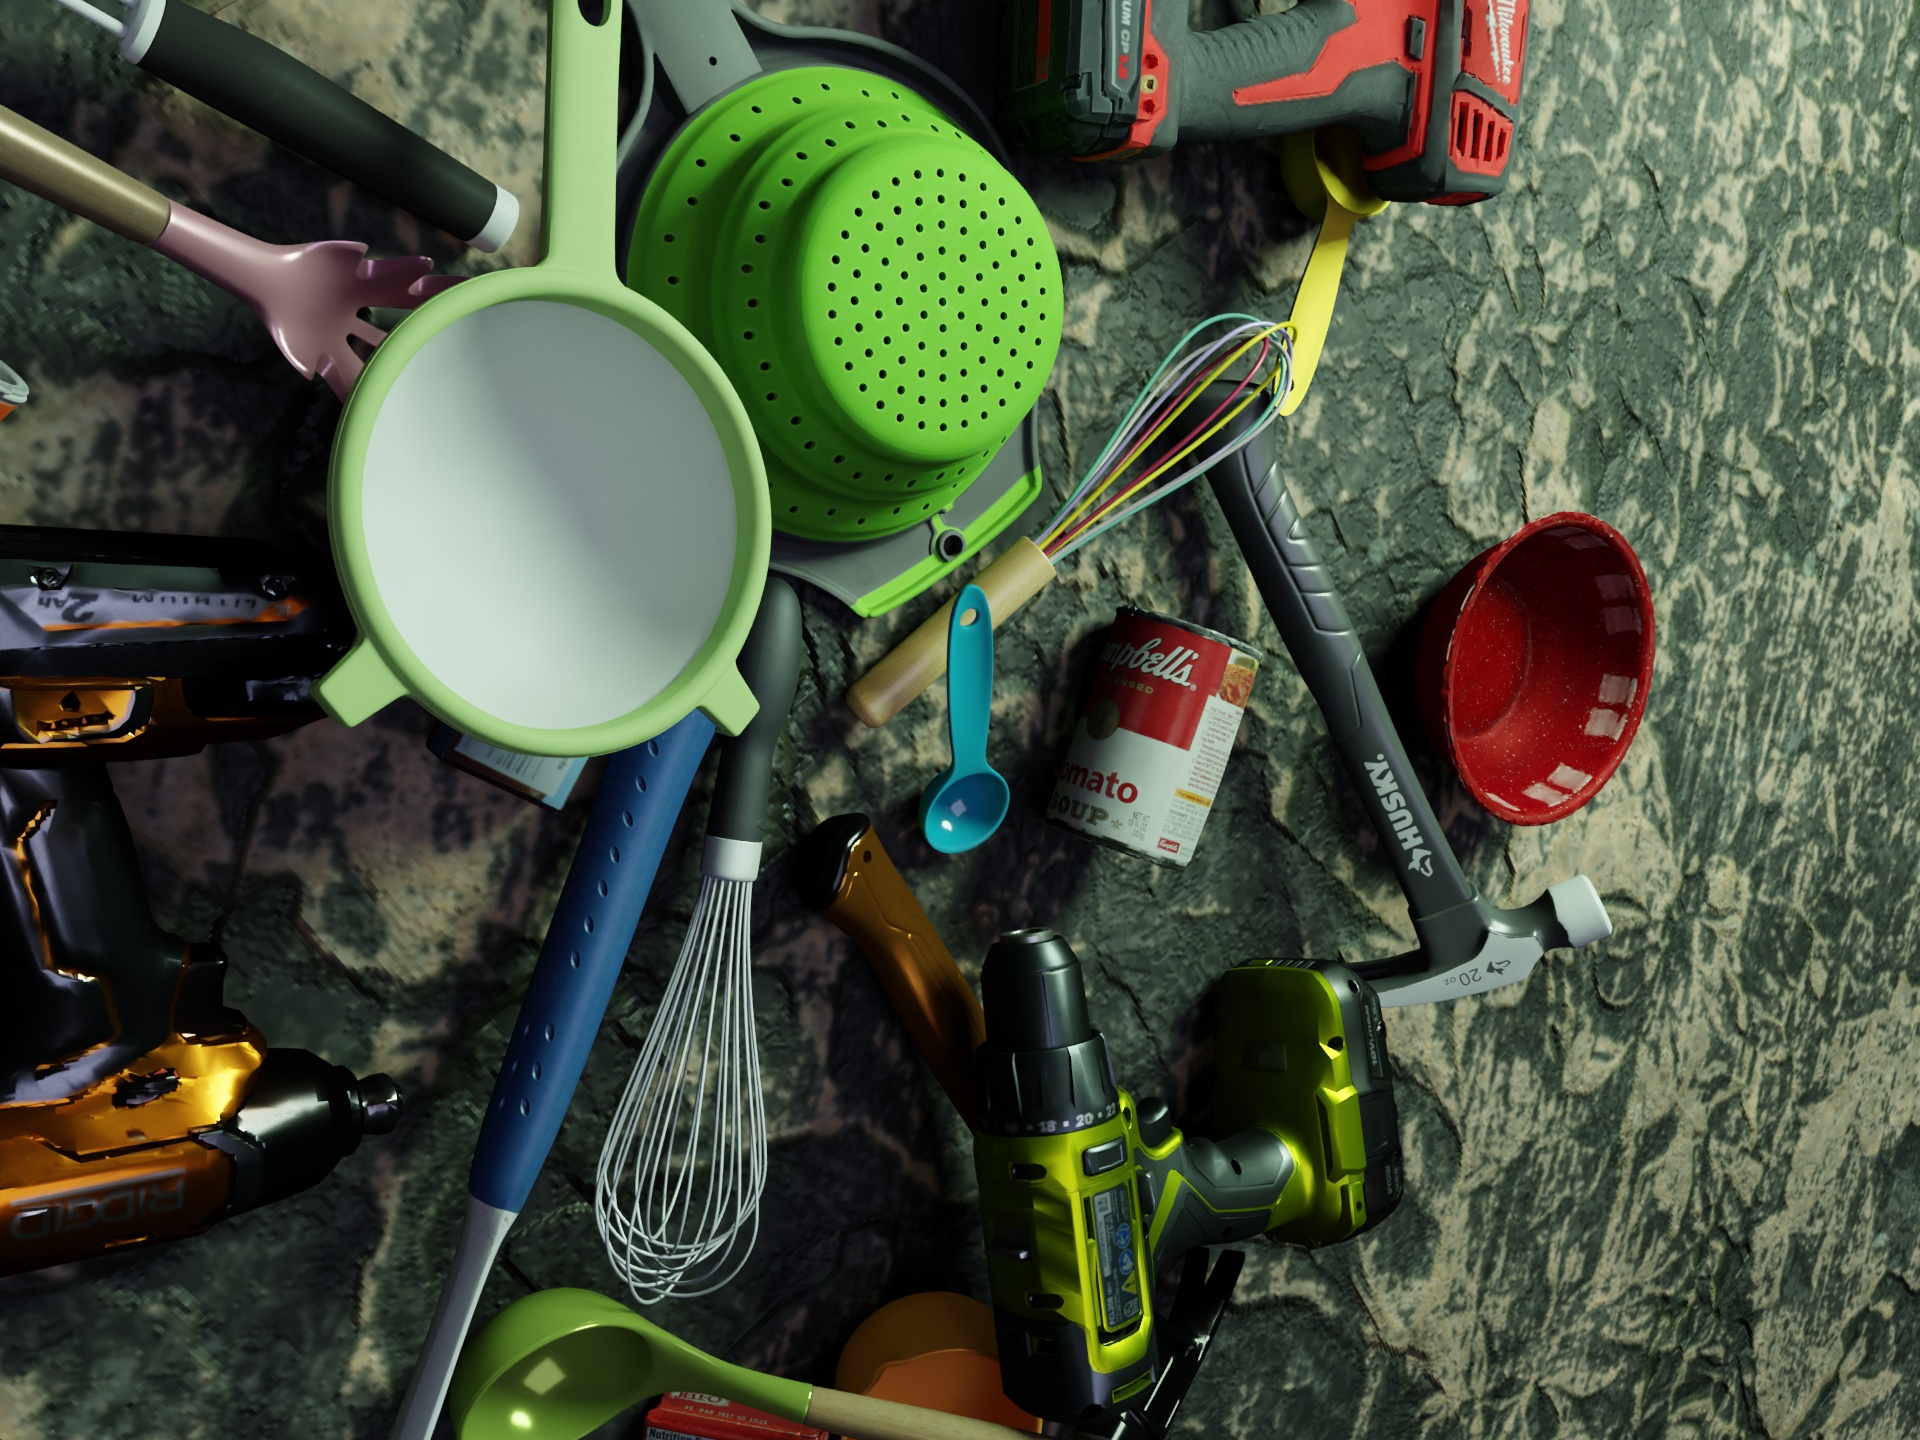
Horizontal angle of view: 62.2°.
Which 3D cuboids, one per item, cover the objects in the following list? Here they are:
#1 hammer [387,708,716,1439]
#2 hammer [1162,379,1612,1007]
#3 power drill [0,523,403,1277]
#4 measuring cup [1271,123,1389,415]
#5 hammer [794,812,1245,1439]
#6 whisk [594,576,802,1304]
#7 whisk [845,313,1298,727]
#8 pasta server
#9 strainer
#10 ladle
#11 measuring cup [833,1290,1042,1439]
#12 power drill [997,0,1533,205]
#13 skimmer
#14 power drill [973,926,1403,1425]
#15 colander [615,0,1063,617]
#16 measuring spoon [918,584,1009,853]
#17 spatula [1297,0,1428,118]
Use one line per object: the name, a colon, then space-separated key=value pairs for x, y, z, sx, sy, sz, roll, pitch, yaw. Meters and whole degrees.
hammer: x=-0.165 y=0.182 z=0.562 sx=0.035 sy=0.144 sz=0.405 roll=26 pitch=79 yaw=-45
hammer: x=0.178 y=-0.008 z=0.751 sx=0.146 sy=0.035 sz=0.334 roll=-25 pitch=107 yaw=14
power drill: x=-0.251 y=0.058 z=0.498 sx=0.164 sy=0.084 sz=0.226 roll=-1 pitch=104 yaw=-41
measuring cup: x=0.156 y=-0.207 z=0.714 sx=0.062 sy=0.029 sz=0.156 roll=23 pitch=79 yaw=-31
hammer: x=0.027 y=0.177 z=0.708 sx=0.127 sy=0.034 sz=0.336 roll=-48 pitch=117 yaw=-40
whisk: x=-0.094 y=0.085 z=0.619 sx=0.070 sy=0.070 sz=0.284 roll=10 pitch=90 yaw=-33
whisk: x=0.048 y=-0.085 z=0.657 sx=0.245 sy=0.047 sz=0.051 roll=-41 pitch=101 yaw=-4
pasta server: x=-0.235 y=-0.145 z=0.423 sx=0.316 sy=0.040 sz=0.060 roll=23 pitch=90 yaw=-60
strainer: x=-0.138 y=-0.117 z=0.512 sx=0.151 sy=0.069 sz=0.256 roll=2 pitch=90 yaw=-44
ladle: x=-0.035 y=0.281 z=0.613 sx=0.320 sy=0.062 sz=0.078 roll=14 pitch=121 yaw=-4
measuring cup: x=-0.047 y=0.319 z=0.700 sx=0.173 sy=0.052 sz=0.095 roll=-34 pitch=111 yaw=3
power drill: x=0.131 y=-0.288 z=0.639 sx=0.219 sy=0.079 sz=0.143 roll=-2 pitch=105 yaw=-20
skimmer: x=-0.300 y=-0.224 z=0.444 sx=0.363 sy=0.090 sz=0.127 roll=22 pitch=79 yaw=-43
power drill: x=0.096 y=0.175 z=0.702 sx=0.228 sy=0.080 sz=0.190 roll=-6 pitch=89 yaw=-43
colander: x=-0.066 y=-0.215 z=0.549 sx=0.204 sy=0.095 sz=0.396 roll=-39 pitch=117 yaw=-19
measuring spoon: x=-0.001 y=-0.002 z=0.657 sx=0.042 sy=0.021 sz=0.128 roll=-17 pitch=127 yaw=-26
spatula: x=0.127 y=-0.339 z=0.672 sx=0.315 sy=0.018 sz=0.060 roll=43 pitch=77 yaw=-22
